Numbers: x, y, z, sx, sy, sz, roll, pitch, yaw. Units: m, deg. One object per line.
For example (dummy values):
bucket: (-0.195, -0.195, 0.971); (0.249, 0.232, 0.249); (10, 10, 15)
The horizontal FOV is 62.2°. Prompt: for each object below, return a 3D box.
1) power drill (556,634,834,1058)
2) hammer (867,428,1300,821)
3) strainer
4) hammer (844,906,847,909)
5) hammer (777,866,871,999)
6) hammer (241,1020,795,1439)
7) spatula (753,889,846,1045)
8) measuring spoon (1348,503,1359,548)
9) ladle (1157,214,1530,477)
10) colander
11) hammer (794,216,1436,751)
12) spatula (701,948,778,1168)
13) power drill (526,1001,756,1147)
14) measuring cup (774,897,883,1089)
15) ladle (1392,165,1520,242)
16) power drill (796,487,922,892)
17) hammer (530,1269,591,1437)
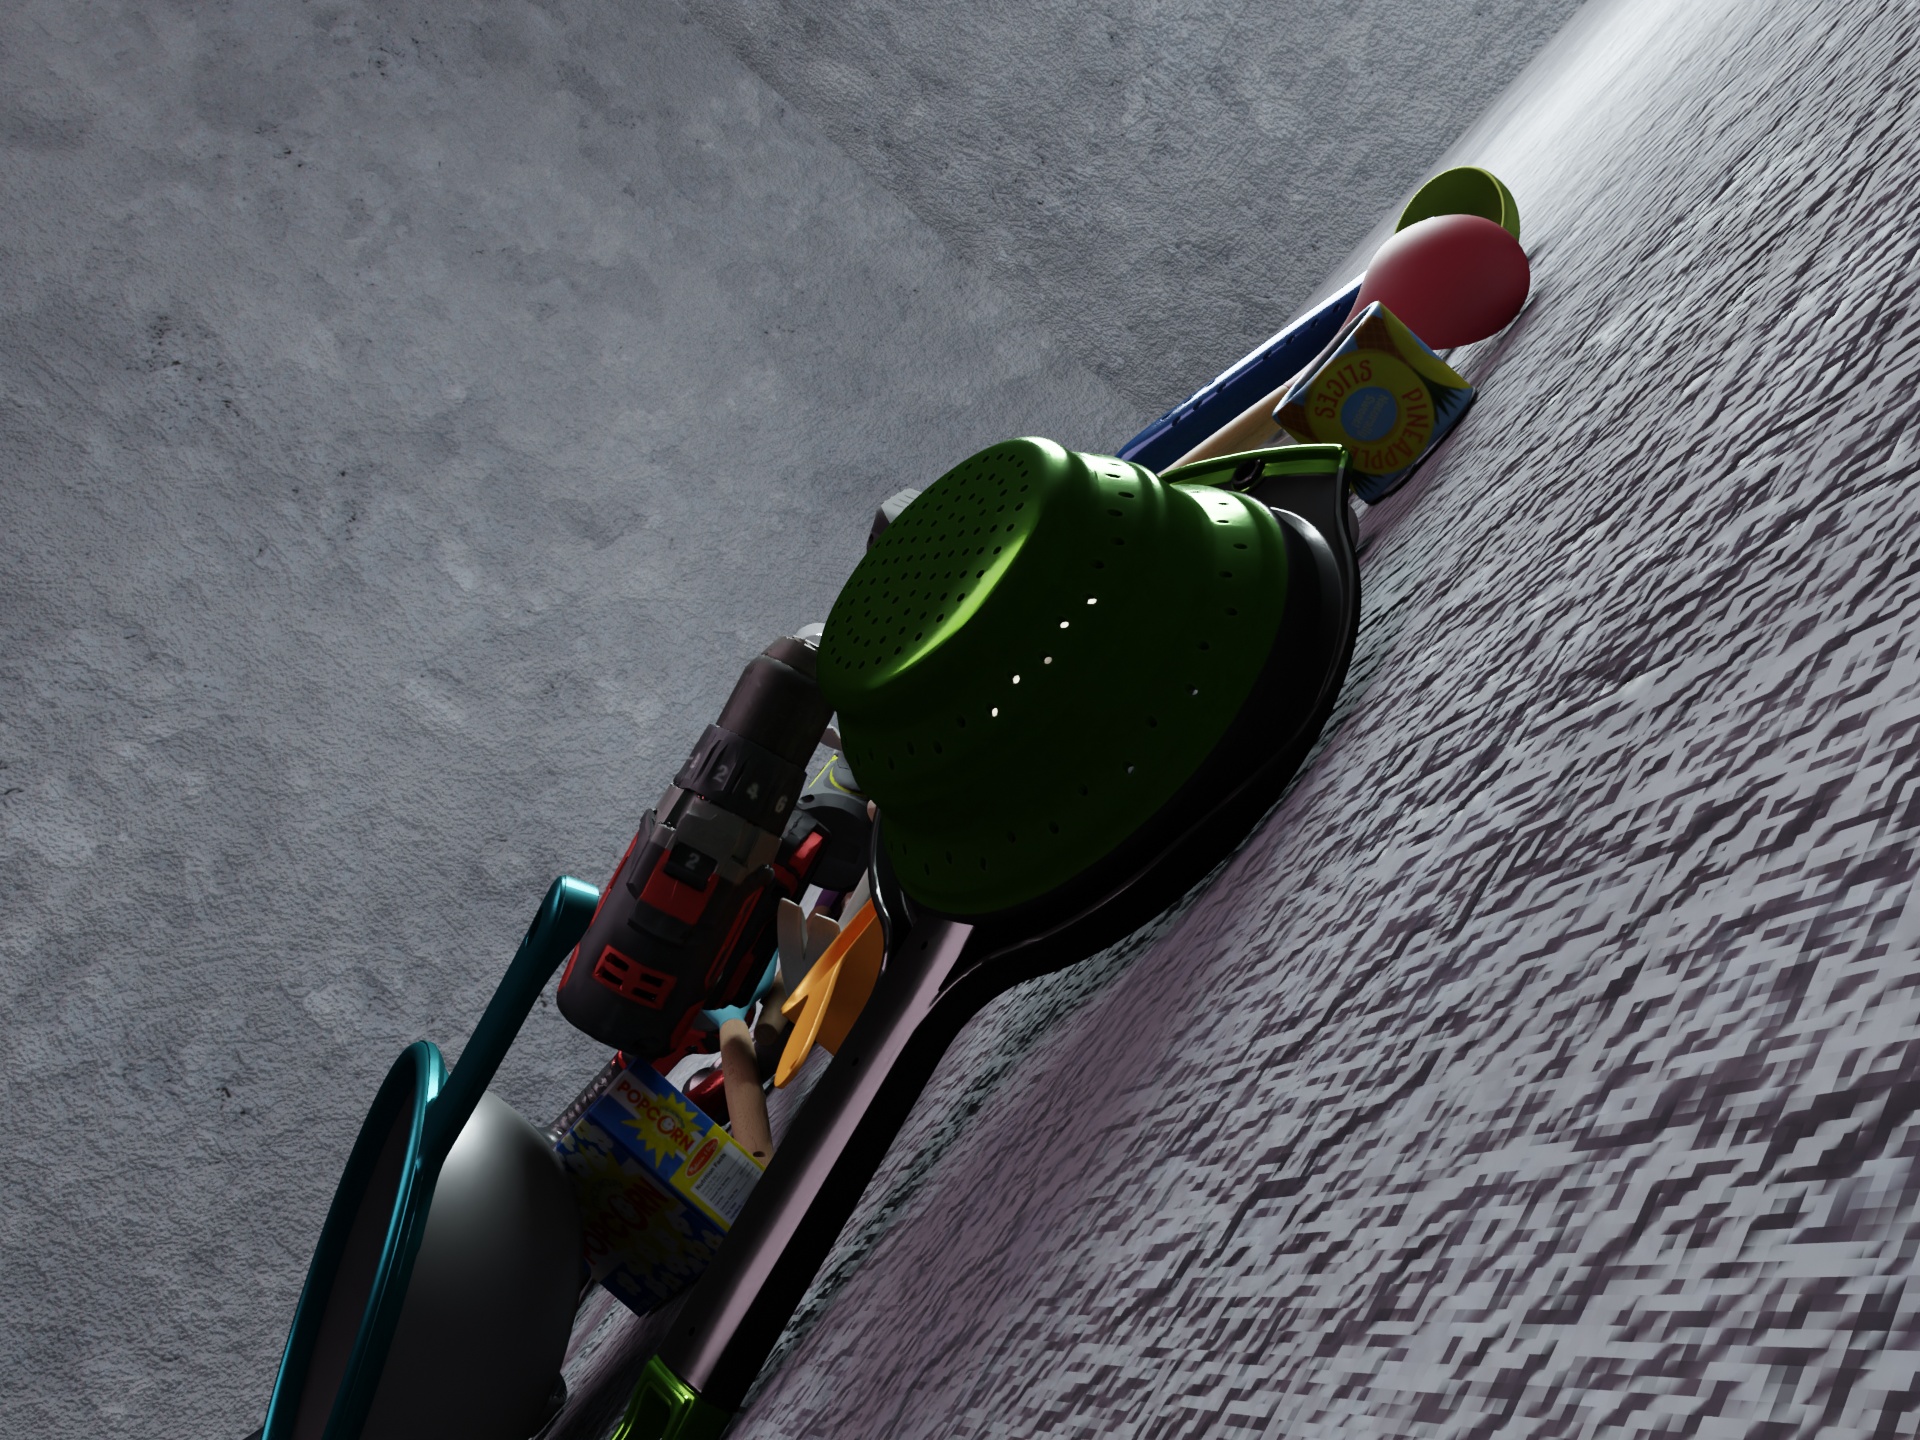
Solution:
power drill: (-0.111, 0.060, 0.756); (0.188, 0.080, 0.226); (-63, 0, -7)
hammer: (0.073, -0.059, 0.776); (0.146, 0.038, 0.411); (-32, 10, 38)
strainer: (-0.180, 0.197, 0.621); (0.340, 0.095, 0.211); (-57, 25, 26)
hammer: (-0.040, 0.064, 1.144); (0.128, 0.033, 0.331); (-54, 12, 3)
hammer: (-0.001, -0.003, 0.864); (0.149, 0.037, 0.359); (92, -158, -58)
hammer: (-0.213, 0.266, 0.847); (0.143, 0.038, 0.386); (-45, -7, 37)
spatula: (-0.085, 0.124, 0.948); (0.060, 0.018, 0.316); (-50, 4, 12)
measuring spoon: (0.124, -0.034, 0.630); (0.124, 0.018, 0.034); (-56, 4, -10)
ladle: (0.131, -0.133, 0.733); (0.315, 0.069, 0.031); (-37, -20, 0)
colander: (-0.021, 0.042, 0.500); (0.204, 0.094, 0.397); (3, 57, 58)
hammer: (0.074, -0.117, 0.803); (0.405, 0.035, 0.144); (-34, 18, 11)
spatula: (-0.121, 0.165, 0.850); (0.318, 0.082, 0.044); (-140, 51, -74)
power drill: (-0.225, 0.236, 1.036); (0.220, 0.078, 0.143); (-43, -12, -17)
measuring cup: (-0.033, 0.117, 0.632); (0.095, 0.052, 0.174); (-48, 4, 16)
ladle: (0.207, -0.174, 0.803); (0.078, 0.062, 0.320); (-18, 30, 53)
power drill: (-0.038, -0.022, 0.996); (0.190, 0.080, 0.228); (-60, -11, -73)
hammer: (-0.248, 0.357, 0.936); (0.149, 0.036, 0.409); (-50, 2, 1)
